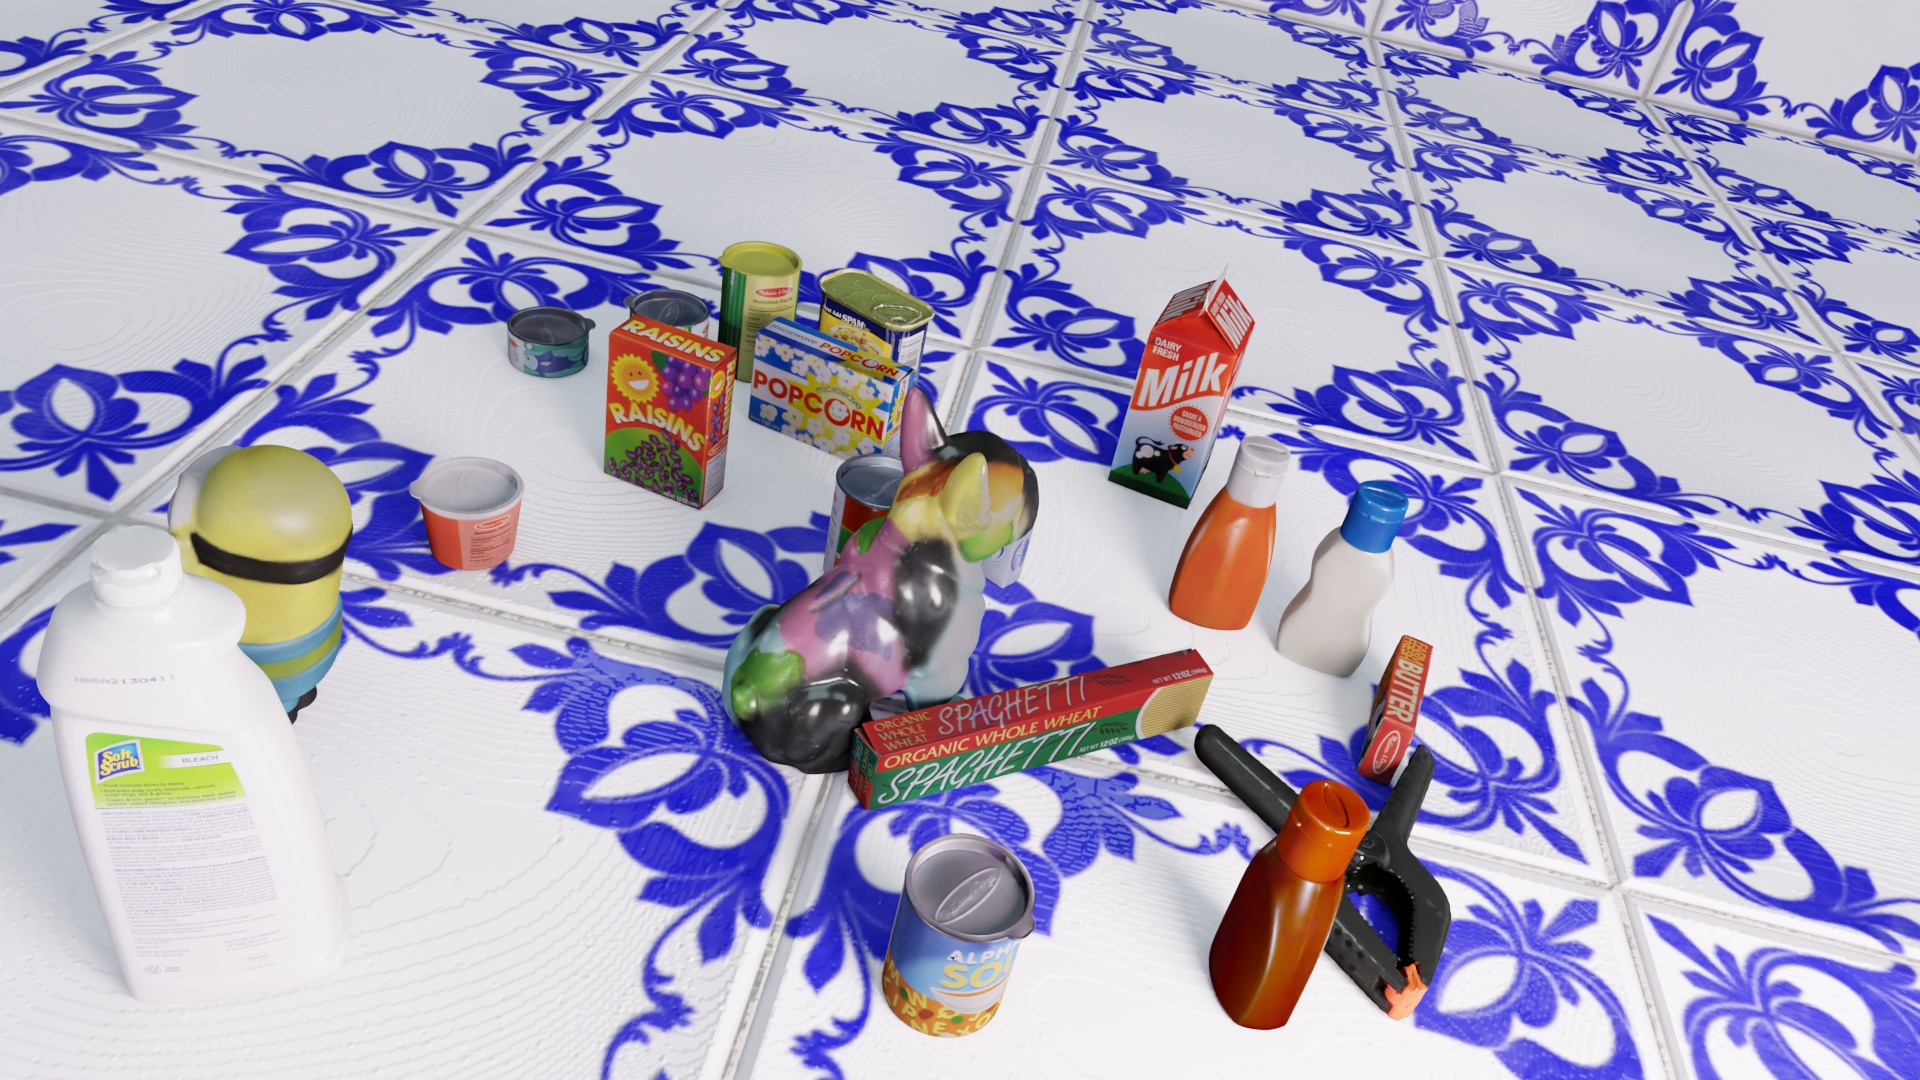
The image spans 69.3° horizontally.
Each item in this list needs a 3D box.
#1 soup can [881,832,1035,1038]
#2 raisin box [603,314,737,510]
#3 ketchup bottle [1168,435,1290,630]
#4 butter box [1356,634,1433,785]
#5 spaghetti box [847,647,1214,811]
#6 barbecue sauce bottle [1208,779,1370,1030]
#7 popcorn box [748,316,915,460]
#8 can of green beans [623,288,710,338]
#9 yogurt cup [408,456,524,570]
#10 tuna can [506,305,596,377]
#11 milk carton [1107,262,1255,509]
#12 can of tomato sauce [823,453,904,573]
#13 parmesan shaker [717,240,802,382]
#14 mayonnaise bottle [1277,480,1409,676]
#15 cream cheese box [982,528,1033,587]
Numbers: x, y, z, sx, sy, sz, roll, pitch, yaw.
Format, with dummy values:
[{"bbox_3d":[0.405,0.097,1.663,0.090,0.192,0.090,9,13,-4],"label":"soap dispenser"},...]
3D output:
[{"bbox_3d":[-0.001,0.205,0.711,0.071,0.083,0.072,8,36,-6],"label":"soup can"},{"bbox_3d":[-0.213,-0.094,1.018,0.086,0.122,0.040,21,36,11],"label":"raisin box"},{"bbox_3d":[0.198,-0.004,0.998,0.065,0.148,0.044,12,36,-1],"label":"ketchup bottle"},{"bbox_3d":[0.298,0.114,0.950,0.024,0.052,0.104,22,37,13],"label":"butter box"},{"bbox_3d":[0.049,0.116,0.874,0.251,0.049,0.029,-10,41,-28],"label":"spaghetti box"},{"bbox_3d":[0.172,0.189,0.729,0.044,0.147,0.065,5,36,-10],"label":"barbecue sauce bottle"},{"bbox_3d":[-0.106,-0.117,1.114,0.127,0.084,0.038,23,37,14],"label":"popcorn box"},{"bbox_3d":[-0.246,-0.171,1.168,0.071,0.057,0.071,8,36,-6],"label":"can of green beans"},{"bbox_3d":[-0.330,-0.017,0.937,0.072,0.053,0.073,8,36,-6],"label":"yogurt cup"},{"bbox_3d":[-0.339,-0.165,1.153,0.071,0.032,0.071,8,36,-6],"label":"tuna can"},{"bbox_3d":[0.183,-0.129,1.127,0.073,0.189,0.073,21,36,11],"label":"milk carton"},{"bbox_3d":[-0.058,-0.008,0.983,0.071,0.082,0.071,8,36,-6],"label":"can of tomato sauce"},{"bbox_3d":[-0.175,-0.194,1.182,0.071,0.102,0.072,8,36,-6],"label":"parmesan shaker"},{"bbox_3d":[0.273,0.027,0.979,0.065,0.147,0.041,19,36,9],"label":"mayonnaise bottle"},{"bbox_3d":[0.004,-0.013,1.033,0.104,0.053,0.024,32,40,24],"label":"cream cheese box"}]
